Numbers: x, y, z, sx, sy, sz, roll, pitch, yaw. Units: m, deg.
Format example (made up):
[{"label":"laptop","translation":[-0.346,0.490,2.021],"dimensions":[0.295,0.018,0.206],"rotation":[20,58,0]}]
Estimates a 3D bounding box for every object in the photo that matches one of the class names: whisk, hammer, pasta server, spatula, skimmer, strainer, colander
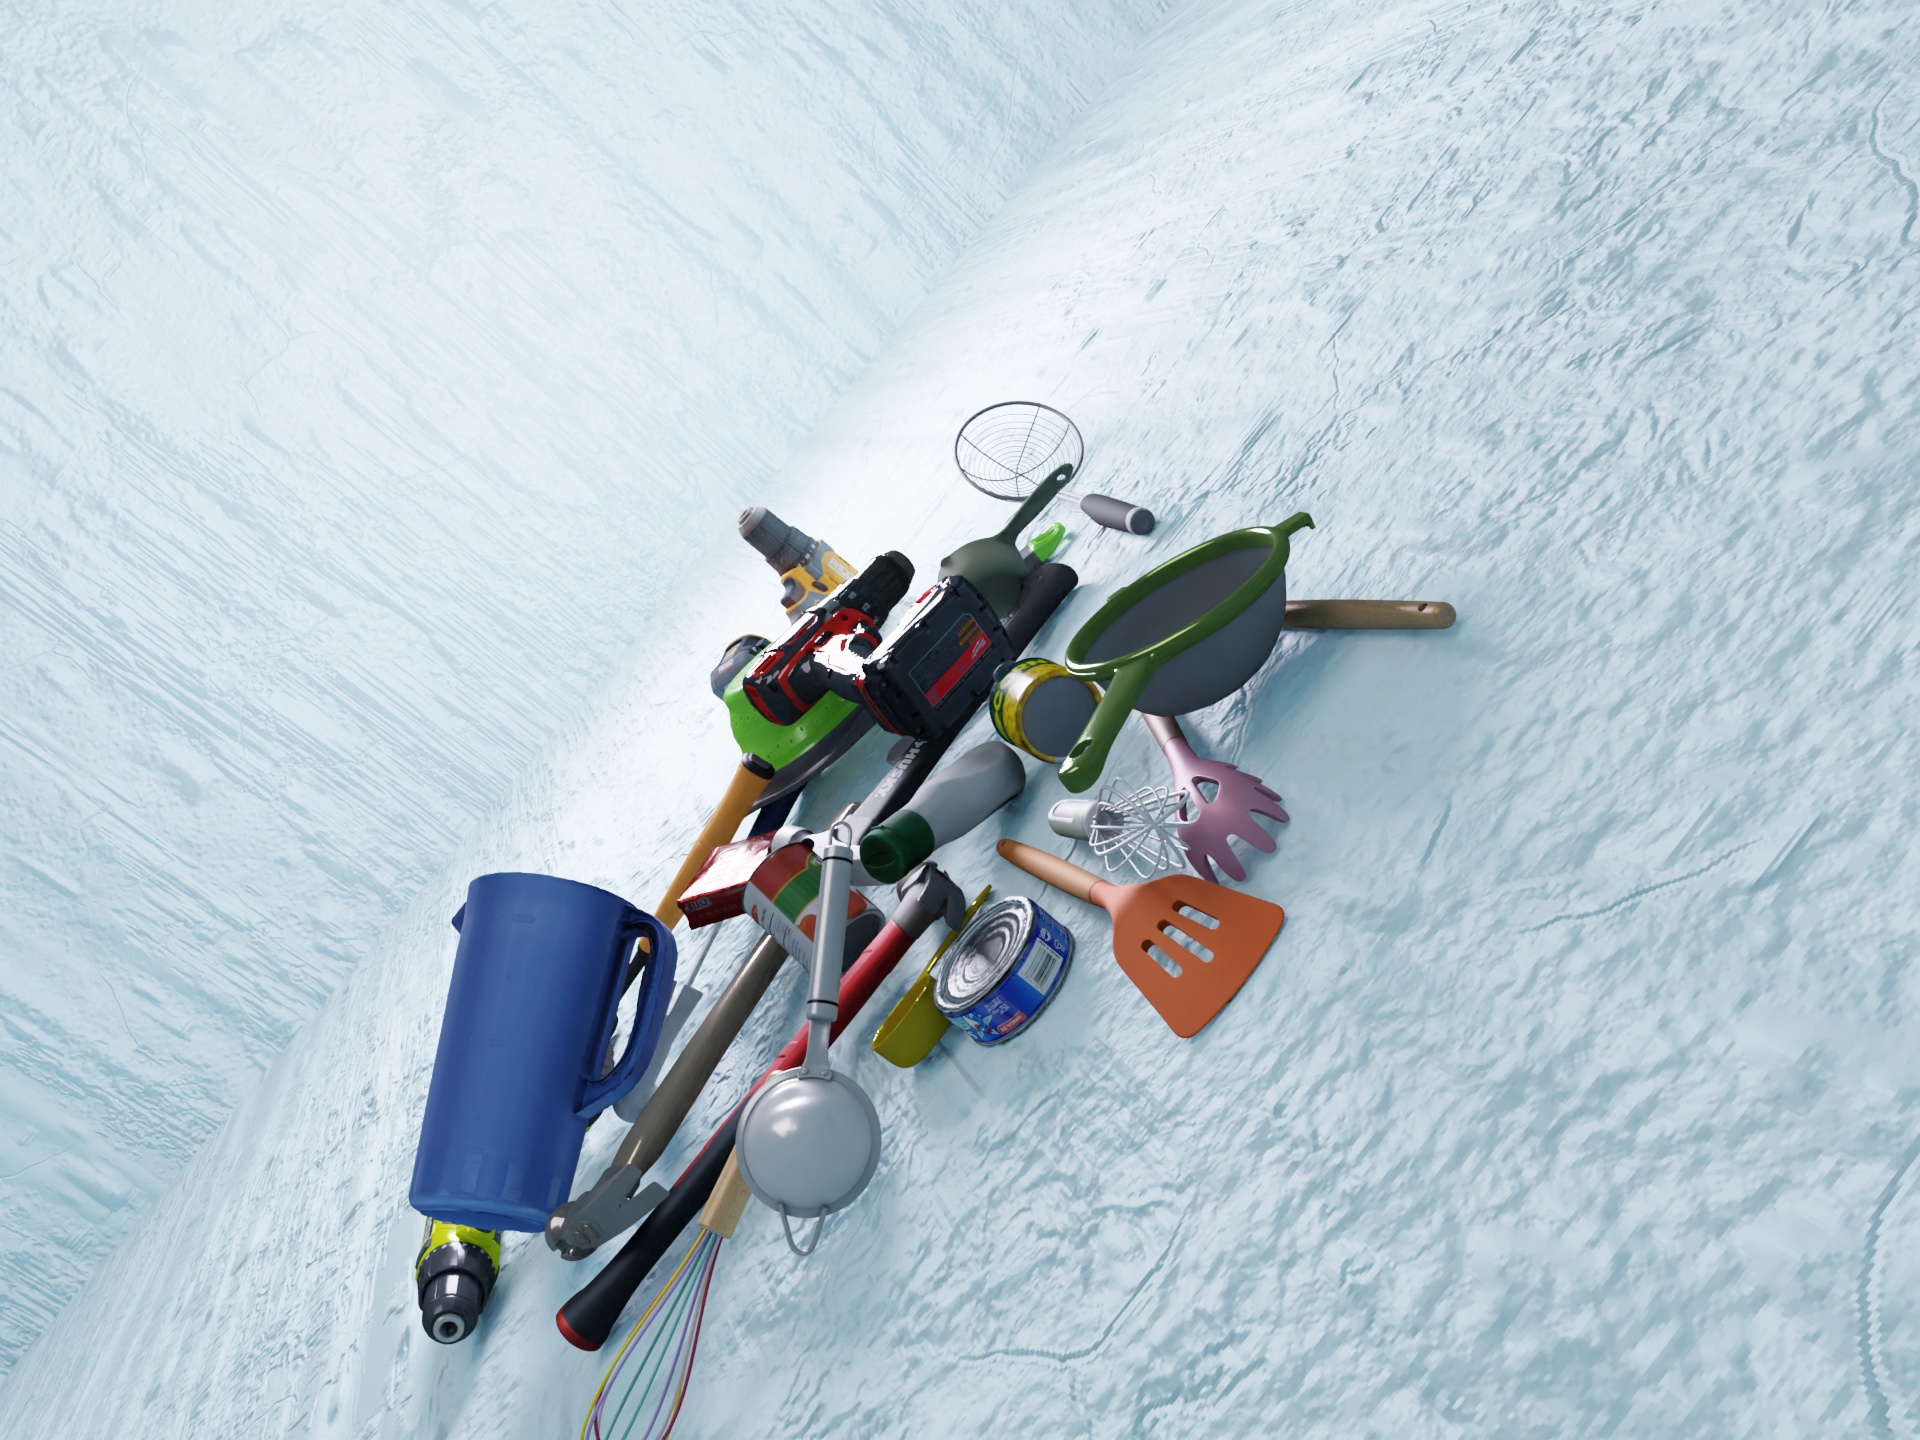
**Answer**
[{"label":"whisk","translation":[-0.151,0.320,0.925],"dimensions":[0.051,0.047,0.245],"rotation":[113,-179,-65]},{"label":"hammer","translation":[-0.155,0.198,1.153],"dimensions":[0.146,0.038,0.411],"rotation":[-42,11,45]},{"label":"pasta server","translation":[0.131,0.014,0.963],"dimensions":[0.060,0.040,0.316],"rotation":[-45,15,11]},{"label":"hammer","translation":[-0.002,-0.004,1.242],"dimensions":[0.146,0.035,0.335],"rotation":[7,50,45]},{"label":"spatula","translation":[0.079,0.102,0.913],"dimensions":[0.081,0.041,0.323],"rotation":[-51,14,-7]},{"label":"skimmer","translation":[0.090,-0.229,1.426],"dimensions":[0.127,0.090,0.363],"rotation":[-19,18,-10]},{"label":"strainer","translation":[-0.085,0.180,0.944],"dimensions":[0.050,0.087,0.259],"rotation":[77,-164,-65]},{"label":"whisk","translation":[0.082,0.057,0.897],"dimensions":[0.058,0.059,0.246],"rotation":[-44,4,-7]},{"label":"strainer","translation":[0.121,-0.020,0.910],"dimensions":[0.151,0.069,0.256],"rotation":[-21,21,37]},{"label":"hammer","translation":[-0.130,0.253,1.026],"dimensions":[0.386,0.038,0.143],"rotation":[-51,5,-1]},{"label":"hammer","translation":[-0.196,0.151,1.368],"dimensions":[0.406,0.035,0.144],"rotation":[-69,4,-53]},{"label":"hammer","translation":[-0.257,0.173,1.380],"dimensions":[0.337,0.034,0.127],"rotation":[-57,6,15]},{"label":"colander","translation":[-0.082,-0.075,1.431],"dimensions":[0.397,0.094,0.205],"rotation":[-39,15,4]}]

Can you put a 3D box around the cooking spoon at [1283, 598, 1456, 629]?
[{"label":"cooking spoon","translation":[0.198,-0.066,0.972],"dimensions":[0.069,0.017,0.319],"rotation":[-54,19,-9]}]

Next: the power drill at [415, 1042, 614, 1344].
[{"label":"power drill","translation":[-0.364,0.366,1.272],"dimensions":[0.228,0.080,0.191],"rotation":[-61,17,3]}]

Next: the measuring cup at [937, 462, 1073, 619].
[{"label":"measuring cup","translation":[0.047,-0.143,1.321],"dimensions":[0.167,0.083,0.038],"rotation":[-49,46,32]}]

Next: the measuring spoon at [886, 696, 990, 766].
[{"label":"measuring spoon","translation":[-0.011,0.006,1.321],"dimensions":[0.124,0.018,0.034],"rotation":[-33,23,24]}]

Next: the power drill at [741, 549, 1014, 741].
[{"label":"power drill","translation":[-0.059,-0.069,1.282],"dimensions":[0.188,0.080,0.227],"rotation":[-48,29,-23]}]

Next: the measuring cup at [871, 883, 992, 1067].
[{"label":"measuring cup","translation":[-0.006,0.158,0.998],"dimensions":[0.062,0.029,0.156],"rotation":[-48,2,42]}]

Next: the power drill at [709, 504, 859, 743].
[{"label":"power drill","translation":[-0.184,-0.108,1.669],"dimensions":[0.084,0.185,0.226],"rotation":[-29,30,42]}]
